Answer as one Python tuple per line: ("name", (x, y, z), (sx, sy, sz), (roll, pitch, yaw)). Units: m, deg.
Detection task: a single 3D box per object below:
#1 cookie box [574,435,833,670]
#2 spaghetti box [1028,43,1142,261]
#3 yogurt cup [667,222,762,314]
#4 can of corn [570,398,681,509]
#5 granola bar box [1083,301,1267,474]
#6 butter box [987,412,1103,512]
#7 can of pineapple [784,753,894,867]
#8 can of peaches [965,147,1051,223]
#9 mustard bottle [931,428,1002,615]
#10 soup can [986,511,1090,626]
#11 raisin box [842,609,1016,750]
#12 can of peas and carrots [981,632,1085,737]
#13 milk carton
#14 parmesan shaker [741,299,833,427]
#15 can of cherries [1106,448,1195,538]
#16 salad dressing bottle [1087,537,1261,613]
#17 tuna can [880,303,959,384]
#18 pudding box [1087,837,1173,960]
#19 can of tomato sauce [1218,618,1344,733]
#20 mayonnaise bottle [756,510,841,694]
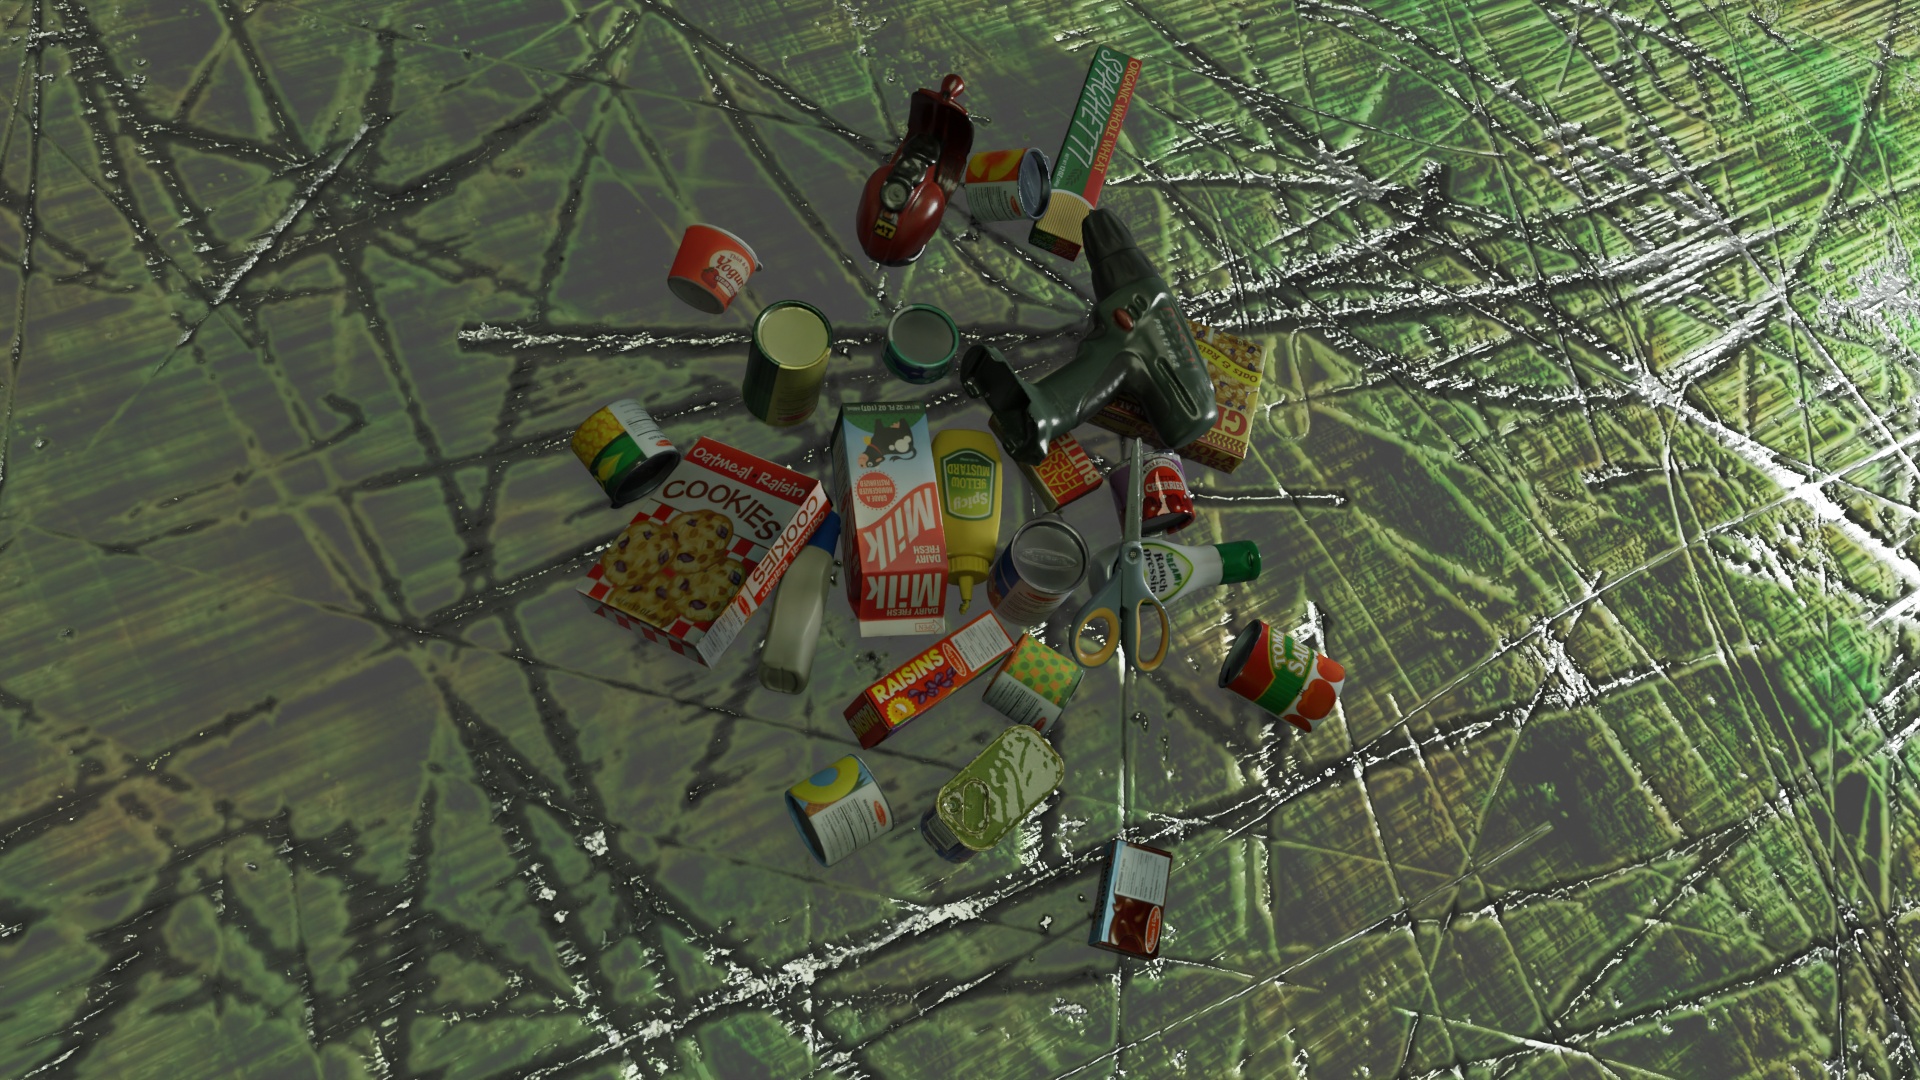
("cookie box", (-0.198, 0.005, 1.085), (0.123, 0.040, 0.168), (21, 61, 25))
("spaghetti box", (0.124, -0.385, 1.362), (0.050, 0.028, 0.251), (21, 64, -5))
("yogurt cup", (-0.216, -0.232, 1.194), (0.072, 0.072, 0.054), (25, 72, -3))
("can of corn", (-0.270, -0.070, 1.111), (0.071, 0.071, 0.058), (-35, 79, -24))
("granola bar box", (0.190, -0.146, 1.272), (0.165, 0.039, 0.125), (19, 65, -5))
("butter box", (0.075, -0.078, 1.223), (0.053, 0.024, 0.103), (-30, 77, -22))
("can of pineapple", (-0.092, 0.202, 1.041), (0.058, 0.070, 0.071), (-27, 77, -22))
("can of peaches", (0.045, -0.330, 1.288), (0.058, 0.071, 0.071), (4, 60, 30))
("mustard bottle", (0.004, -0.015, 1.164), (0.065, 0.048, 0.161), (2, 67, -10))
("soup can", (0.063, 0.025, 1.143), (0.071, 0.083, 0.071), (5, 67, -12))
("raisin box", (-0.025, 0.110, 1.084), (0.124, 0.085, 0.040), (-31, 83, -23))
("can of peas and carrots", (0.059, 0.115, 1.115), (0.059, 0.070, 0.071), (33, 64, 1))
("milk carton", (-0.058, -0.013, 1.135), (0.072, 0.073, 0.191), (-2, 69, -15))
("parmesan shaker", (-0.142, -0.147, 1.154), (0.071, 0.102, 0.071), (5, 67, -12))
("can of cherries", (0.166, -0.039, 1.202), (0.071, 0.071, 0.058), (-6, 70, -16))
("salad dressing bottle", (0.185, 0.026, 1.194), (0.148, 0.044, 0.064), (-7, 86, -17))
("tuna can", (-0.033, -0.173, 1.231), (0.071, 0.032, 0.071), (5, 67, -11))
("pudding box", (0.132, 0.280, 1.082), (0.050, 0.030, 0.084), (17, 65, -8))
("can of tomato sauce", (0.270, 0.113, 1.165), (0.083, 0.071, 0.071), (29, 64, -2))
("mayonnaise bottle", (-0.126, 0.044, 1.102), (0.041, 0.064, 0.149), (10, 61, -1))
